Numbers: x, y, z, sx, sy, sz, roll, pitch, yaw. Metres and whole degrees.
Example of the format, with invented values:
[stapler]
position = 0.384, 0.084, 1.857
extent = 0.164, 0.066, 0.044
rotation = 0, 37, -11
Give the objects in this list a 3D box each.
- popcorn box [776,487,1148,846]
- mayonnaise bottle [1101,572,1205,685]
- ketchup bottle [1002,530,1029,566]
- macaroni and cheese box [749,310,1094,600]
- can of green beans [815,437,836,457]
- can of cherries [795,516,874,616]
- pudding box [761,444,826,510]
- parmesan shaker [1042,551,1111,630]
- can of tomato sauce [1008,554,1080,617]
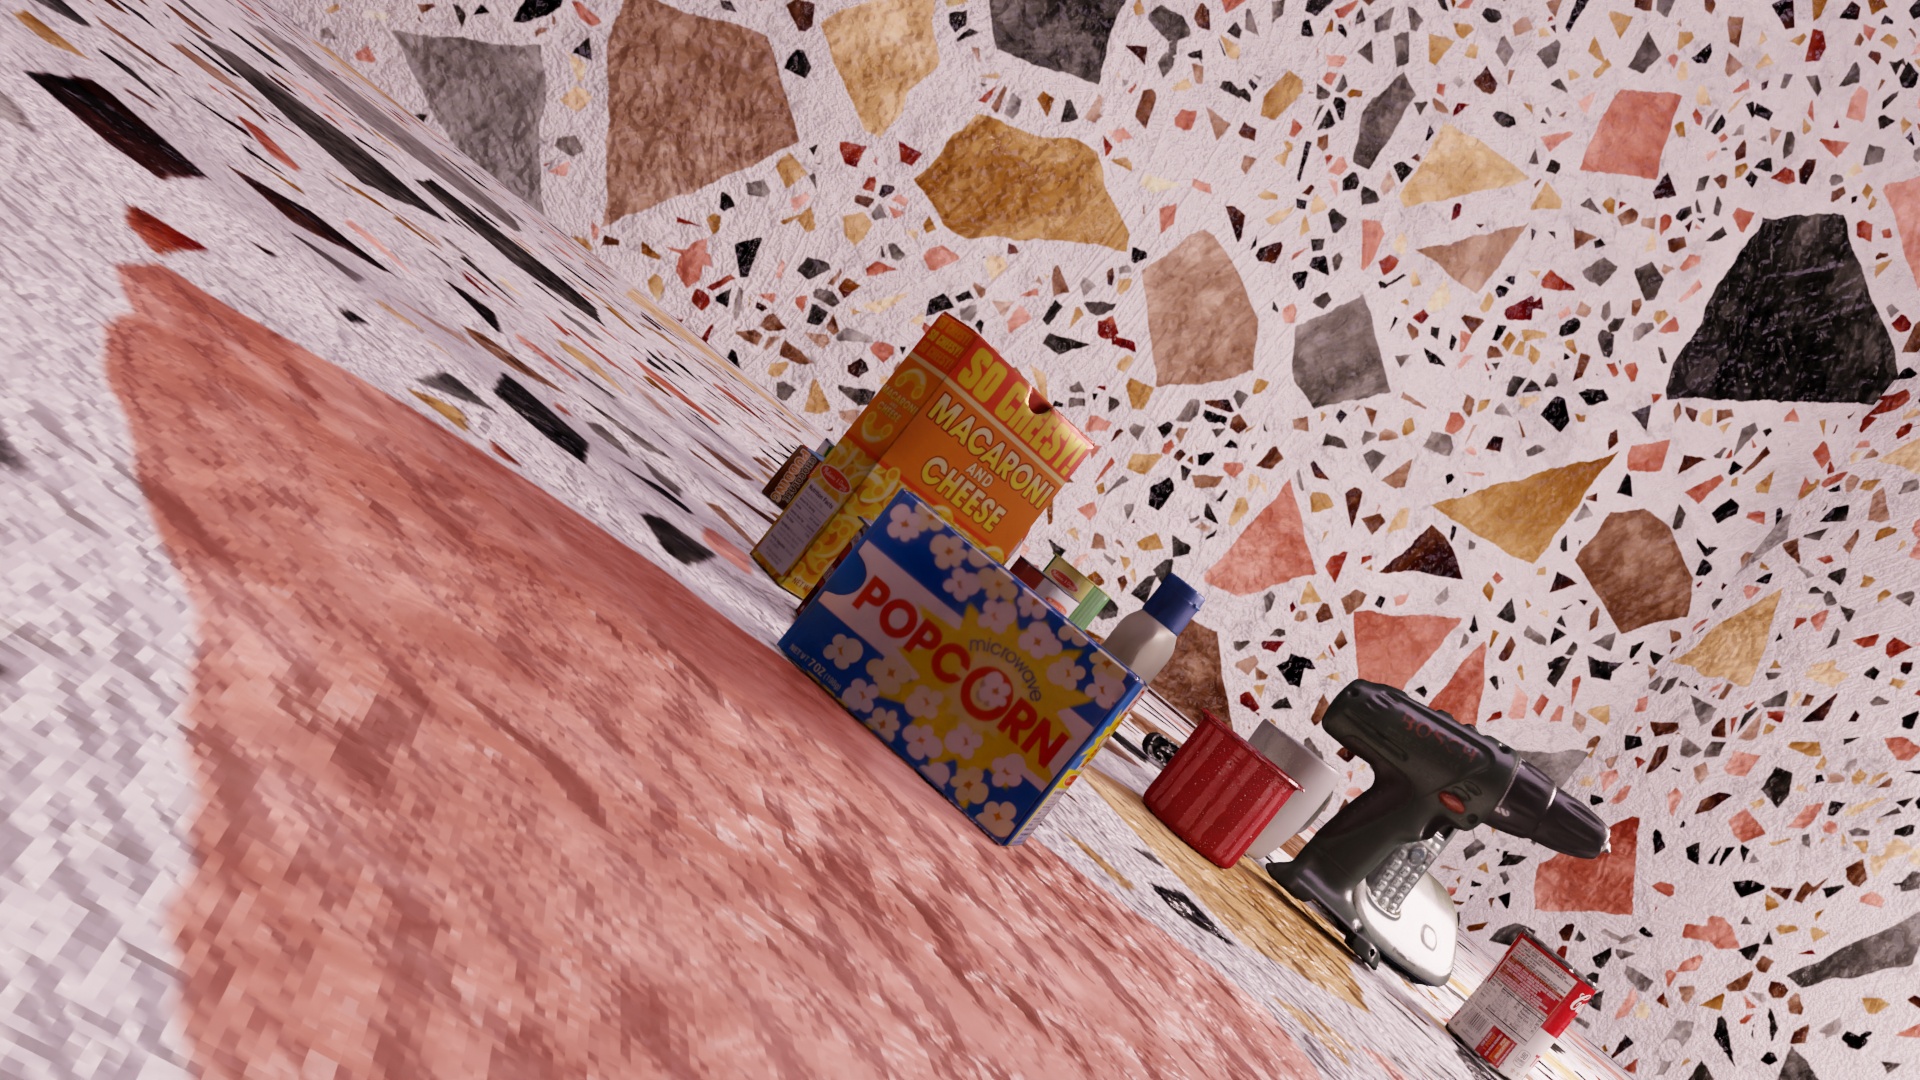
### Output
[popcorn box]
position = 0.001, 0.051, 0.567
extent = 0.127, 0.085, 0.038
rotation = 39, 2, 16
[mayonnaise bottle]
position = 0.134, 0.093, 1.101
extent = 0.041, 0.148, 0.064
rotation = 40, 2, 37
[ketchup bottle]
position = 0.019, 0.002, 1.081
extent = 0.043, 0.149, 0.064
rotation = 39, 2, 21
[macaroni and cheese box]
position = -0.016, -0.023, 0.765
extent = 0.123, 0.166, 0.040
rotation = 37, 2, -45
[can of green beans]
position = -0.107, -0.045, 1.187
extent = 0.071, 0.058, 0.071
rotation = 39, 2, -1
[can of cherries]
position = -0.040, 0.030, 0.684
extent = 0.071, 0.058, 0.071
rotation = 39, 2, -1
[pudding box]
position = -0.116, -0.042, 1.079
extent = 0.030, 0.049, 0.083
rotation = 39, 2, 14
[parmesan shaker]
position = 0.081, 0.071, 1.295
extent = 0.071, 0.103, 0.071
rotation = 39, 2, -1
[can of tomato sauce]
position = 0.051, 0.064, 1.191
extent = 0.071, 0.083, 0.071
rotation = 39, 2, -1
